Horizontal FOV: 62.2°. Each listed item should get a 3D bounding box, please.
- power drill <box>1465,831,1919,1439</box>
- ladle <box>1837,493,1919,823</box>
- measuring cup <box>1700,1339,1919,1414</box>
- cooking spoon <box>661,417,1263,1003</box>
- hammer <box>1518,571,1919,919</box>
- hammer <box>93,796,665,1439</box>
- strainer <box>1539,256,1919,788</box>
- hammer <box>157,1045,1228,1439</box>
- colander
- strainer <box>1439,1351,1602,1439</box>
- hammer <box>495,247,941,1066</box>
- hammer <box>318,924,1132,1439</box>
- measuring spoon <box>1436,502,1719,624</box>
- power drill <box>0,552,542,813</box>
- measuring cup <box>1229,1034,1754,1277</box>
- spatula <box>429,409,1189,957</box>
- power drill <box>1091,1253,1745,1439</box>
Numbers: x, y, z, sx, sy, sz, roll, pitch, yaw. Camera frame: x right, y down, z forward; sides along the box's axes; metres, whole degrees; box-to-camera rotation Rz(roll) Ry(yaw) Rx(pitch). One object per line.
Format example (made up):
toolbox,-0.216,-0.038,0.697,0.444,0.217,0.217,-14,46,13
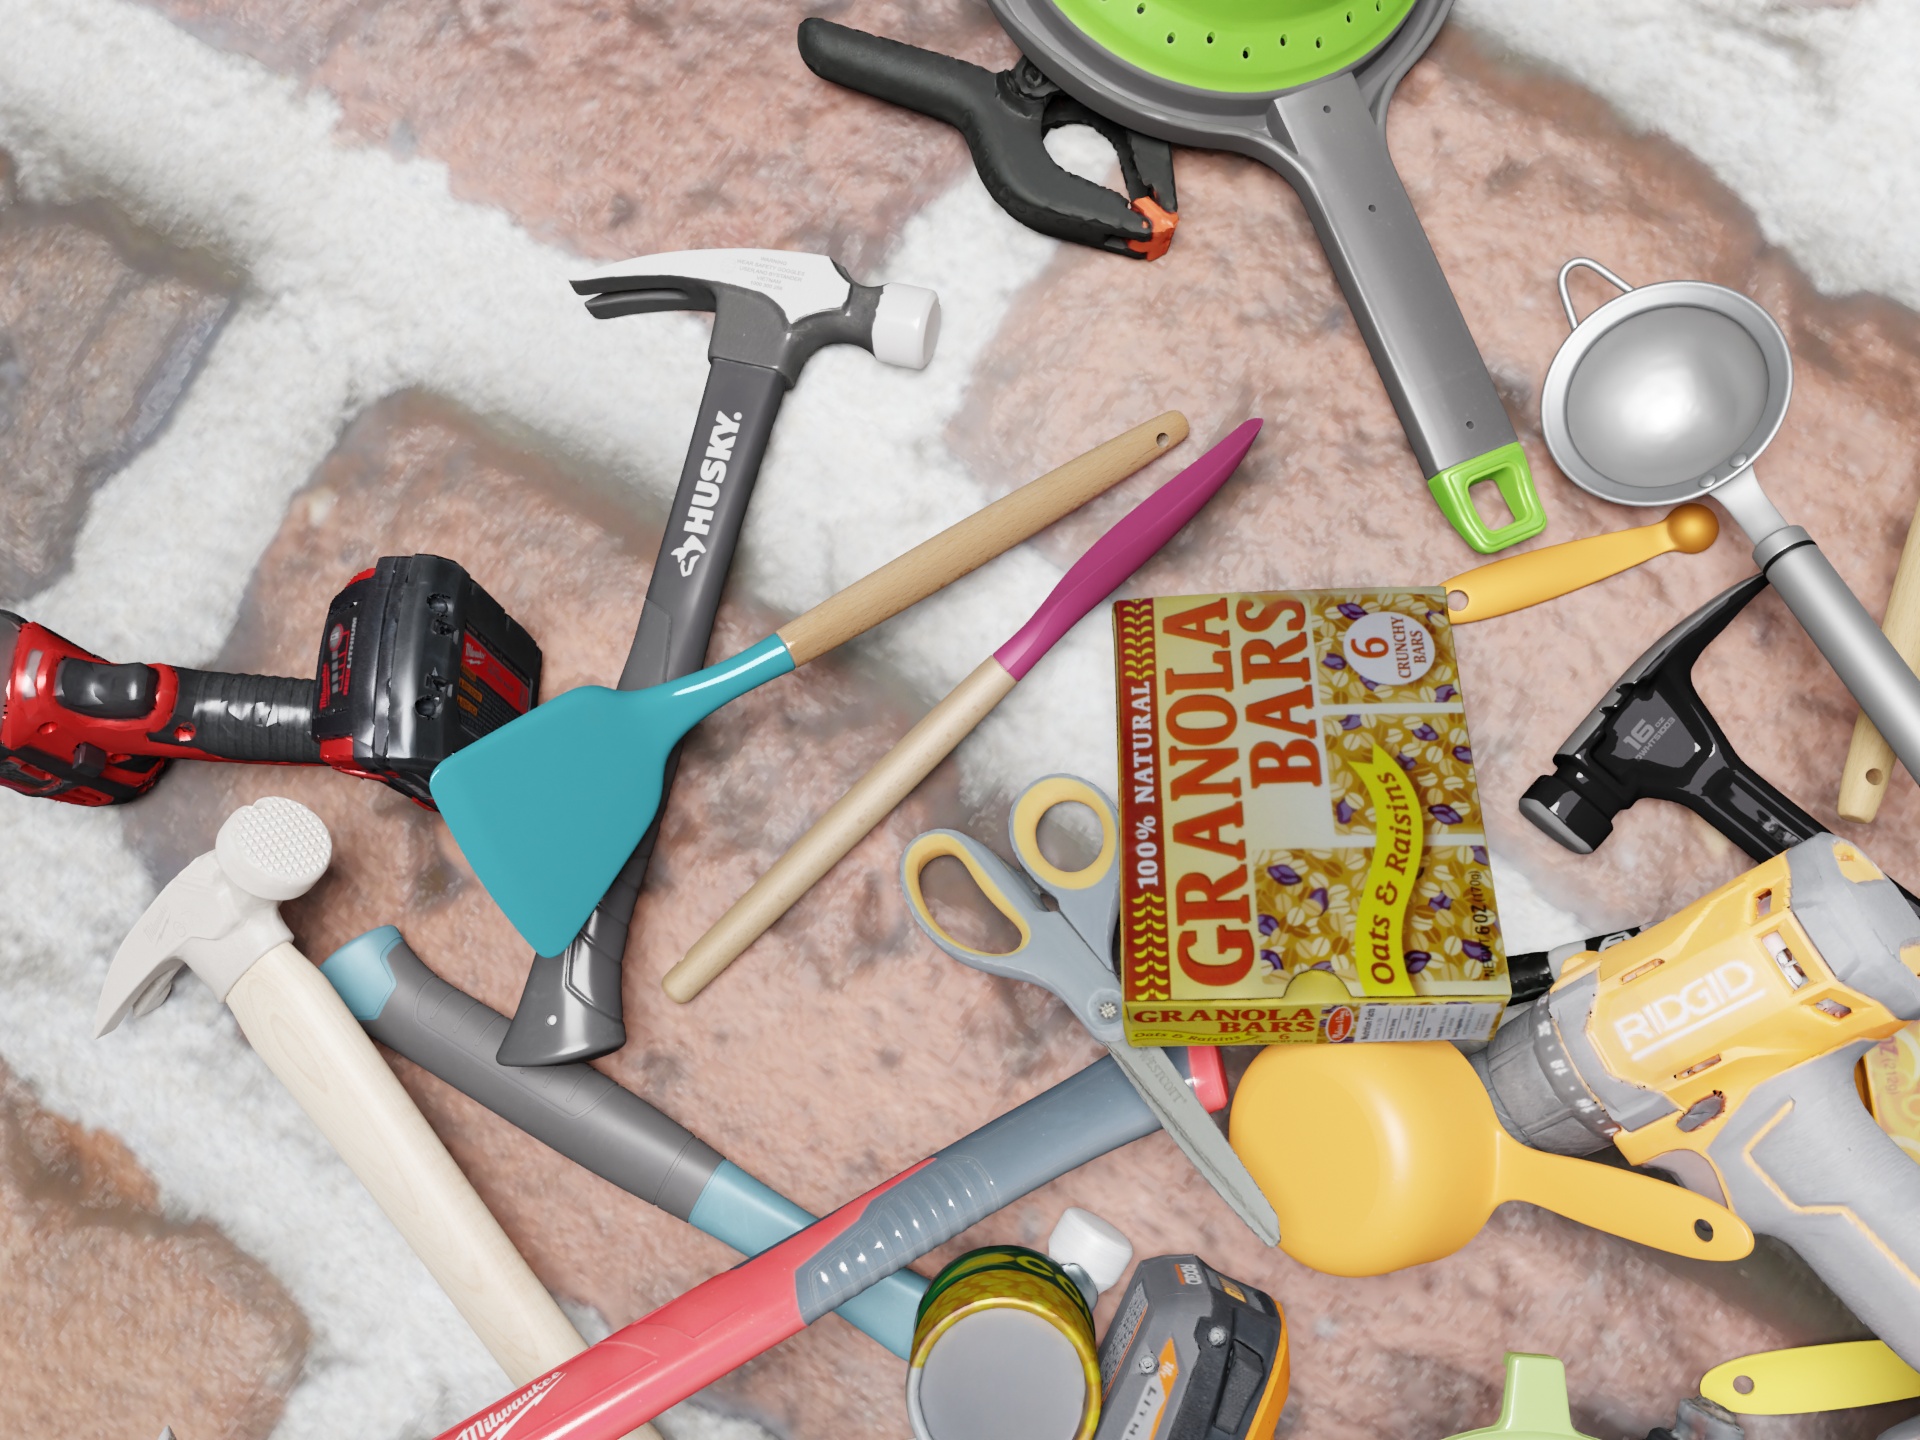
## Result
power drill,0.257,0.174,0.502,0.185,0.084,0.226,-41,61,35
ladle,0.362,-0.111,0.571,0.069,0.031,0.315,20,80,6
measuring cup,0.344,0.224,0.564,0.156,0.029,0.062,-15,82,17
cooking spoon,-0.001,-0.002,0.614,0.319,0.069,0.017,-44,99,6
hammer,0.372,0.093,0.565,0.337,0.034,0.127,42,91,9
hammer,-0.173,0.227,0.600,0.146,0.038,0.410,-41,86,30
strainer,0.283,-0.064,0.557,0.087,0.050,0.259,-35,56,24
hammer,-0.074,0.189,0.535,0.386,0.143,0.038,-24,108,-23
colander,0.137,-0.253,0.584,0.204,0.094,0.397,-22,86,-9
strainer,0.122,0.316,0.471,0.256,0.069,0.151,-38,82,-4
hammer,-0.119,-0.029,0.620,0.146,0.035,0.335,13,80,8
hammer,-0.108,0.173,0.614,0.331,0.033,0.128,29,87,9
measuring spoon,0.233,-0.059,0.608,0.117,0.011,0.021,-17,82,5
power drill,-0.283,-0.009,0.598,0.219,0.143,0.079,-1,73,5
measuring cup,0.162,0.150,0.522,0.174,0.052,0.095,3,90,52
spatula,-0.038,-0.034,0.585,0.317,0.044,0.082,-32,117,-14
power drill,0.153,0.276,0.550,0.226,0.084,0.164,25,87,4
